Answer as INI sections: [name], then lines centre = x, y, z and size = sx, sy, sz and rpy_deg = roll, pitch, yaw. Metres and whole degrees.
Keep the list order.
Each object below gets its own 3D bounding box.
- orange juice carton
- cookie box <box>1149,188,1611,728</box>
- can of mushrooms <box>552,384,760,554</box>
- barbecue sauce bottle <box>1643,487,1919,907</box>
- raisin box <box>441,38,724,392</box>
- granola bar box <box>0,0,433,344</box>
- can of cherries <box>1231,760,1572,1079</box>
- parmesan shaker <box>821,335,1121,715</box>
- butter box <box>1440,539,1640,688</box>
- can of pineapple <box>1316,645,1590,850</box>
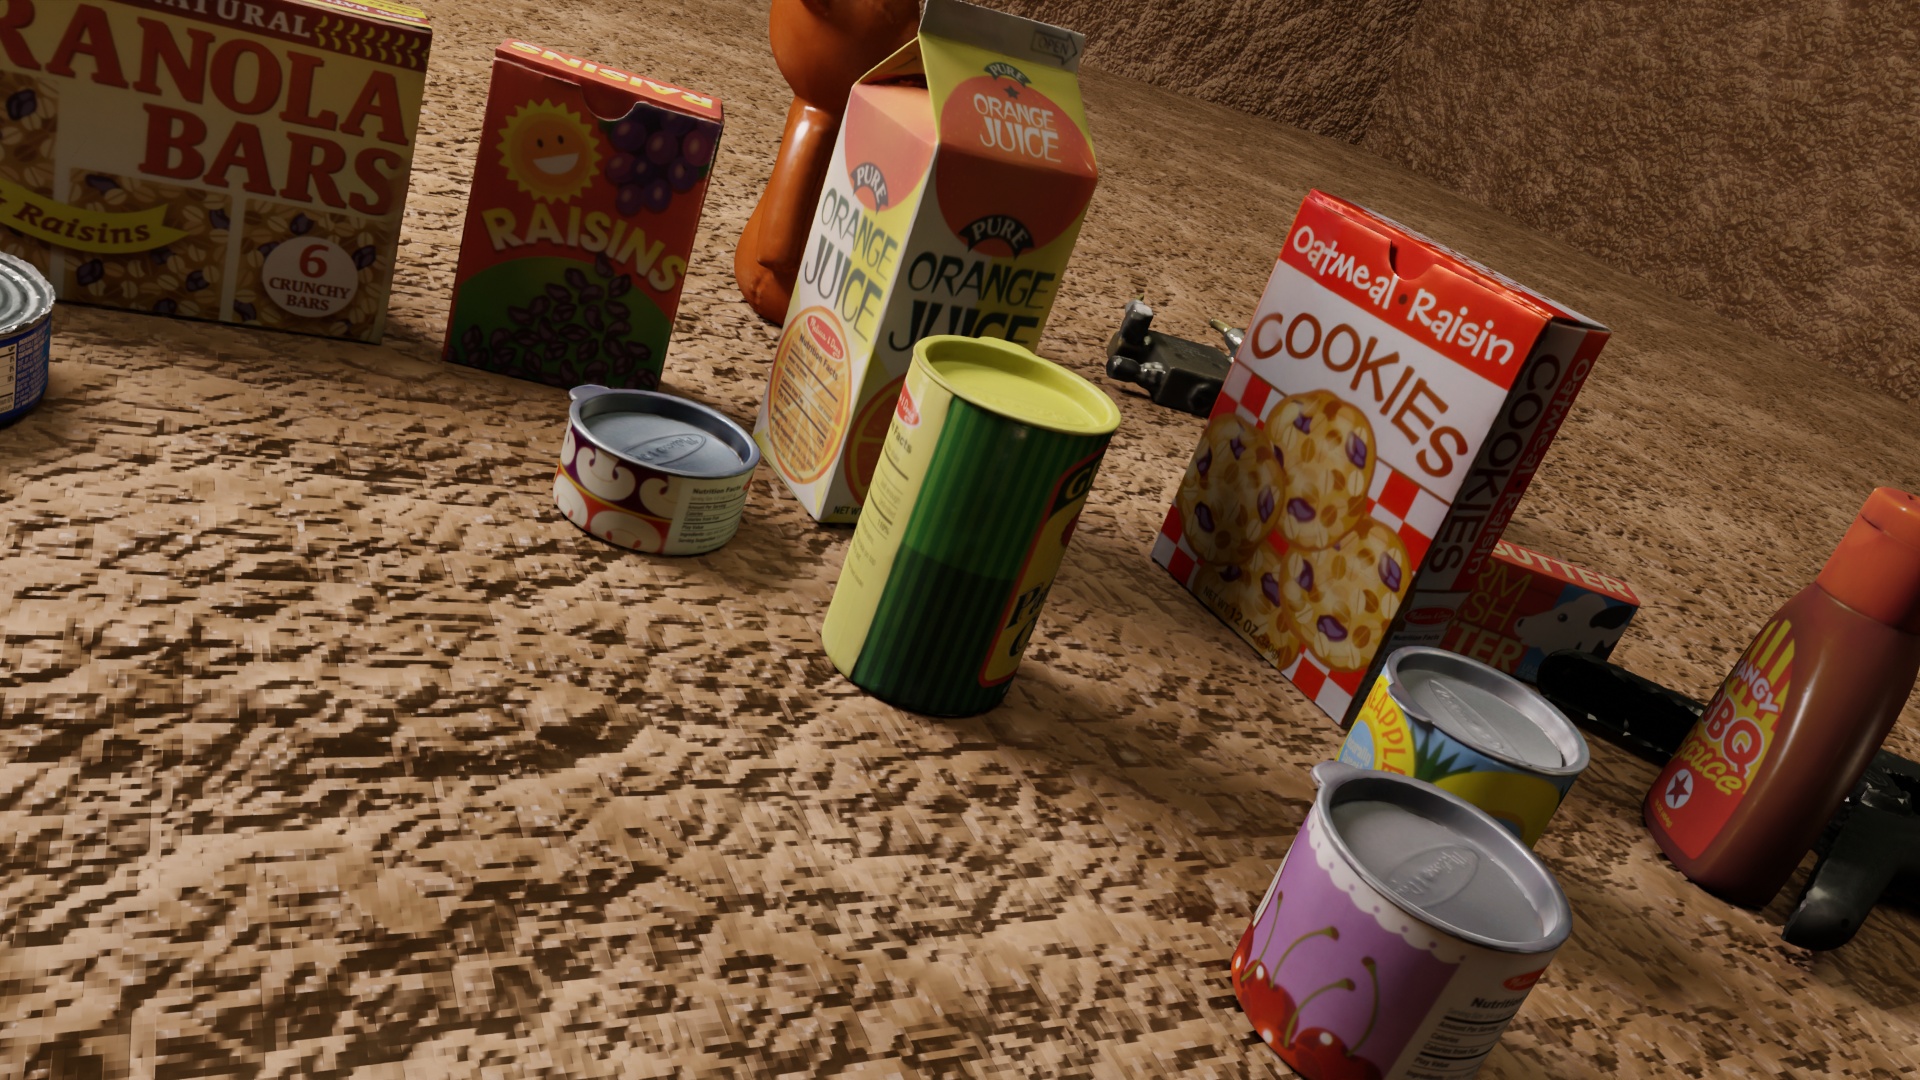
[orange juice carton]
centre = -0.012, -0.104, 0.527
size = 0.072, 0.191, 0.073
rpy_deg = 2, 29, -35
[cookie box]
centre = 0.151, -0.033, 0.533
size = 0.040, 0.166, 0.123
rpy_deg = 2, 30, -35
[can of mushrooms]
centre = -0.108, -0.026, 0.484
size = 0.071, 0.033, 0.071
rpy_deg = 17, 24, -8
[barbecue sauce bottle]
centre = 0.299, 0.054, 0.489
size = 0.044, 0.148, 0.065
rpy_deg = 20, 24, 0
[raisin box]
centre = -0.149, -0.123, 0.547
size = 0.086, 0.122, 0.040
rpy_deg = 13, 25, -15
[granola bar box]
centre = -0.282, -0.143, 0.487
size = 0.166, 0.123, 0.039
rpy_deg = 5, 28, -30
[can of cherries]
centre = 0.109, 0.100, 0.356
size = 0.071, 0.058, 0.072
rpy_deg = 17, 24, -8
[parmesan shaker]
centre = 0.002, -0.006, 0.441
size = 0.071, 0.102, 0.071
rpy_deg = 17, 24, -8
[butter box]
centre = 0.236, 0.028, 0.610
size = 0.103, 0.053, 0.024
rpy_deg = 19, 24, -2
[can of pineapple]
centre = 0.153, 0.075, 0.444
size = 0.071, 0.057, 0.071
rpy_deg = 17, 24, -8
